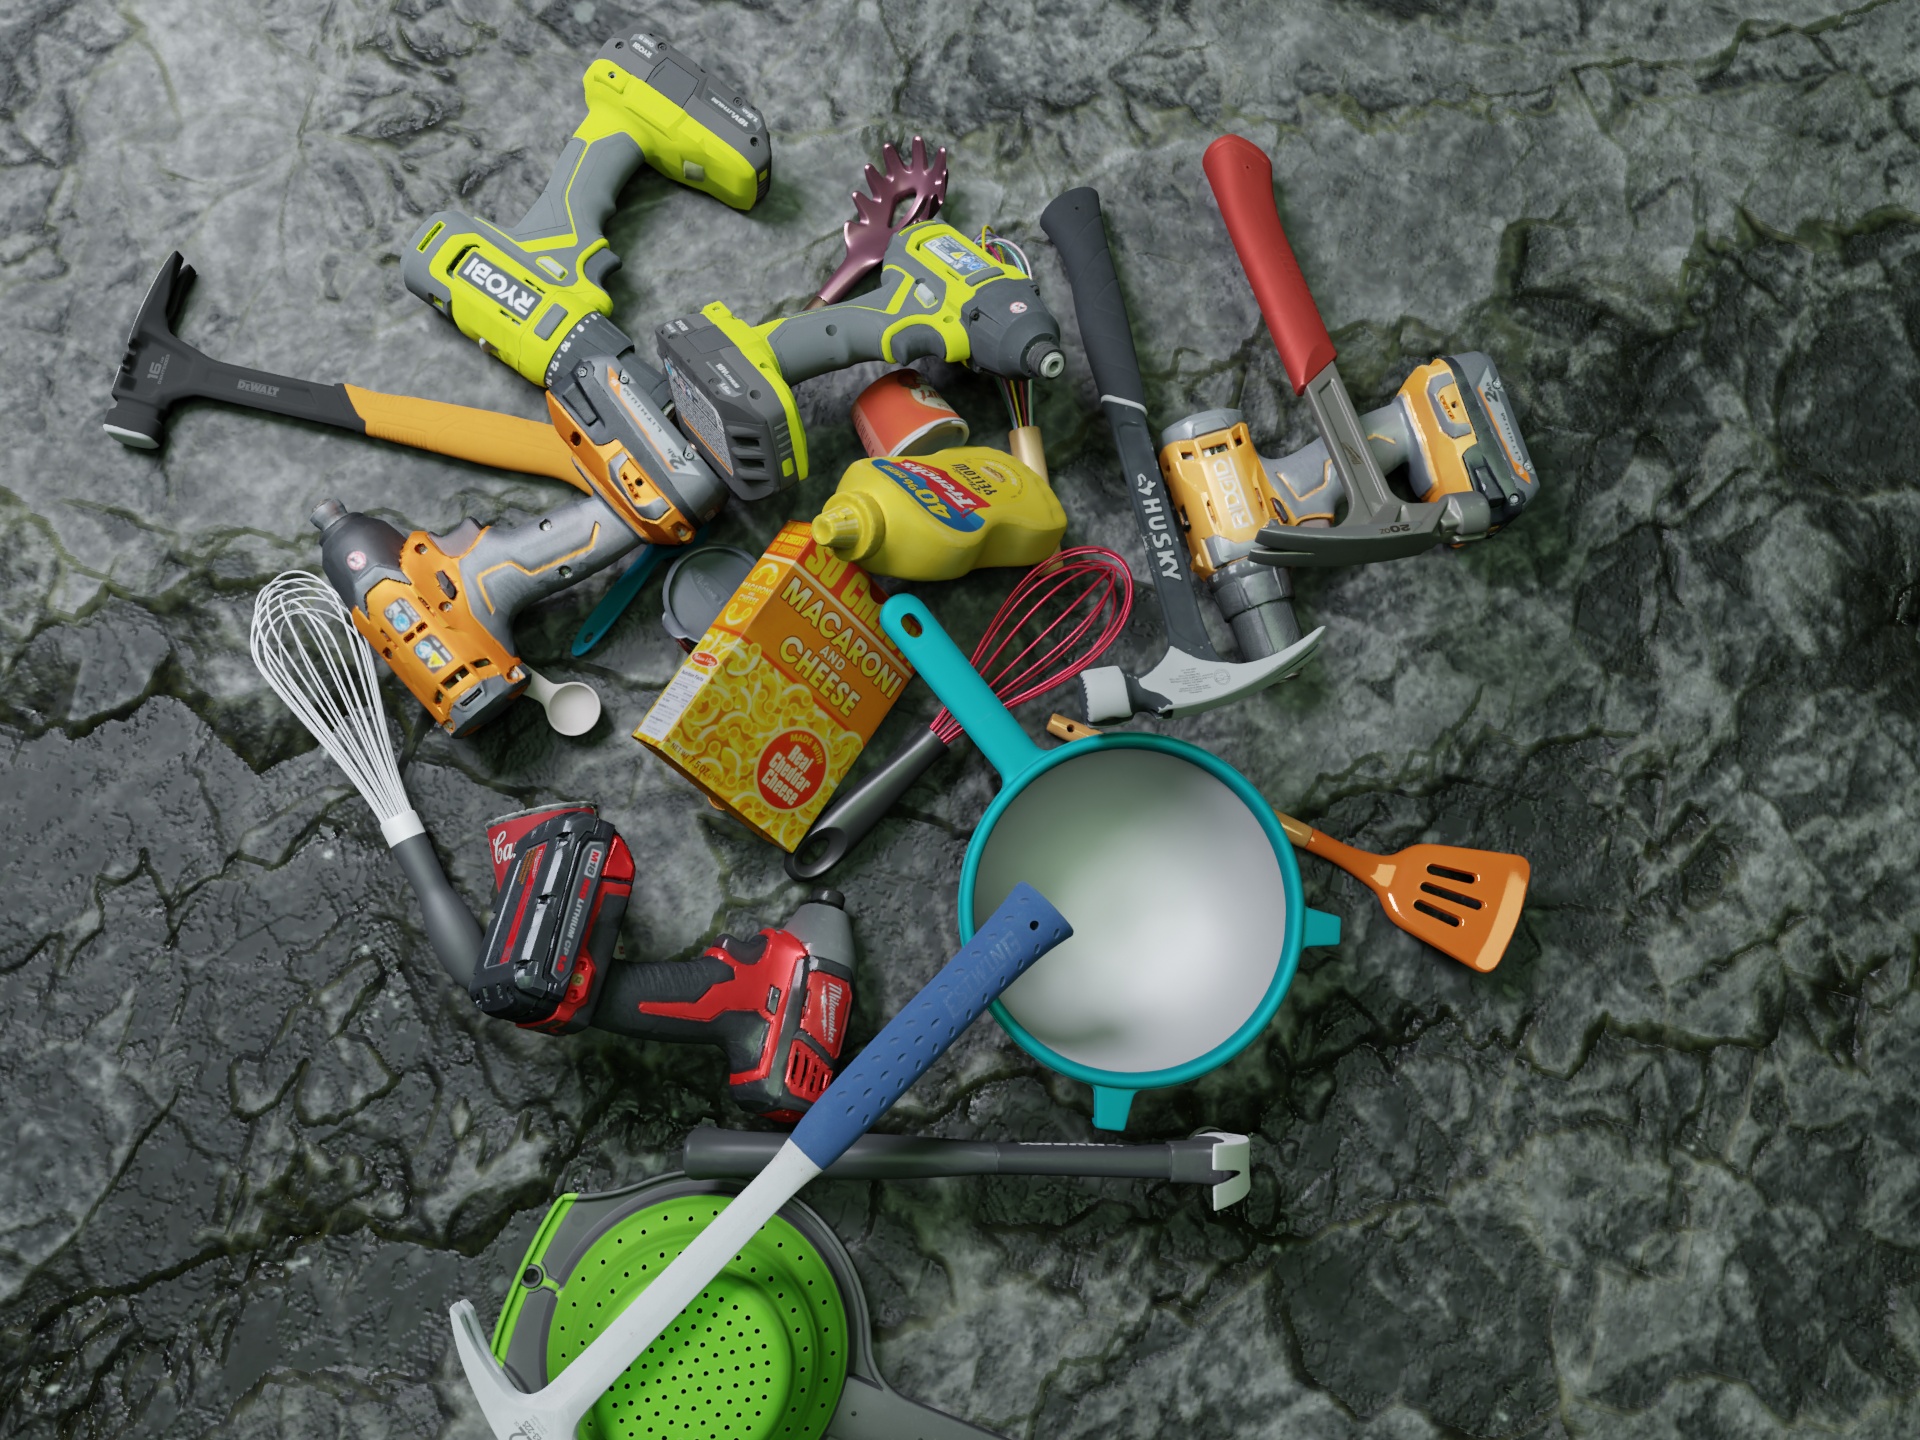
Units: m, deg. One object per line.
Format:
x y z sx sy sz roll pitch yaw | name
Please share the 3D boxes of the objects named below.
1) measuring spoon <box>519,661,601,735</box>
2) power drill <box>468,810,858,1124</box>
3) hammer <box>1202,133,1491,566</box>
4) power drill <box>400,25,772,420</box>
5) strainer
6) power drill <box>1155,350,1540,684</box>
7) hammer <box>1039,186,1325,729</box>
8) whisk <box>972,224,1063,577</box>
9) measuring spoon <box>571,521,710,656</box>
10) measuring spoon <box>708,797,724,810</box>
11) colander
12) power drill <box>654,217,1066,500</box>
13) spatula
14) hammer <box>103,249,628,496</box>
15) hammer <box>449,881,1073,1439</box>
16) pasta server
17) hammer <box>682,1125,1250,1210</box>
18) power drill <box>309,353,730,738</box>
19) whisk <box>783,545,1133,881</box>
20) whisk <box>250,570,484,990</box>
-0.283 -0.028 1.016 0.124 0.018 0.034 30 82 7 | measuring spoon
-0.157 0.139 0.927 0.219 0.078 0.143 27 62 -29 | power drill
0.210 -0.249 1.029 0.149 0.036 0.359 -6 58 -11 | hammer
-0.224 -0.317 1.046 0.190 0.080 0.228 35 80 -3 | power drill
0.057 0.067 0.983 0.211 0.095 0.340 -38 88 -11 | strainer
0.261 -0.135 1.058 0.226 0.084 0.185 -16 81 -4 | power drill
0.114 -0.186 1.017 0.149 0.036 0.409 -9 63 -3 | hammer
0.037 -0.216 1.069 0.051 0.047 0.245 -8 83 -10 | whisk
-0.206 -0.089 1.033 0.042 0.021 0.128 35 85 38 | measuring spoon
-0.125 0.009 1.026 0.021 0.011 0.117 33 74 1 | measuring spoon
-0.076 0.396 0.909 0.397 0.094 0.204 23 77 -1 | colander
-0.058 -0.226 0.980 0.223 0.080 0.171 -26 47 -17 | power drill
0.206 0.065 1.032 0.322 0.041 0.081 24 78 0 | spatula
-0.367 -0.203 1.030 0.337 0.034 0.127 13 79 -3 | hammer
-0.096 0.241 0.870 0.144 0.035 0.405 44 79 6 | hammer
-0.111 -0.264 1.064 0.060 0.040 0.316 33 77 24 | pasta server
0.005 0.258 0.936 0.335 0.146 0.035 1 80 1 | hammer
-0.273 -0.120 0.970 0.226 0.084 0.164 -41 95 -3 | power drill
-0.002 -0.003 1.018 0.296 0.073 0.073 -44 86 -5 | whisk
-0.355 0.037 0.974 0.070 0.070 0.284 -27 88 -10 | whisk
